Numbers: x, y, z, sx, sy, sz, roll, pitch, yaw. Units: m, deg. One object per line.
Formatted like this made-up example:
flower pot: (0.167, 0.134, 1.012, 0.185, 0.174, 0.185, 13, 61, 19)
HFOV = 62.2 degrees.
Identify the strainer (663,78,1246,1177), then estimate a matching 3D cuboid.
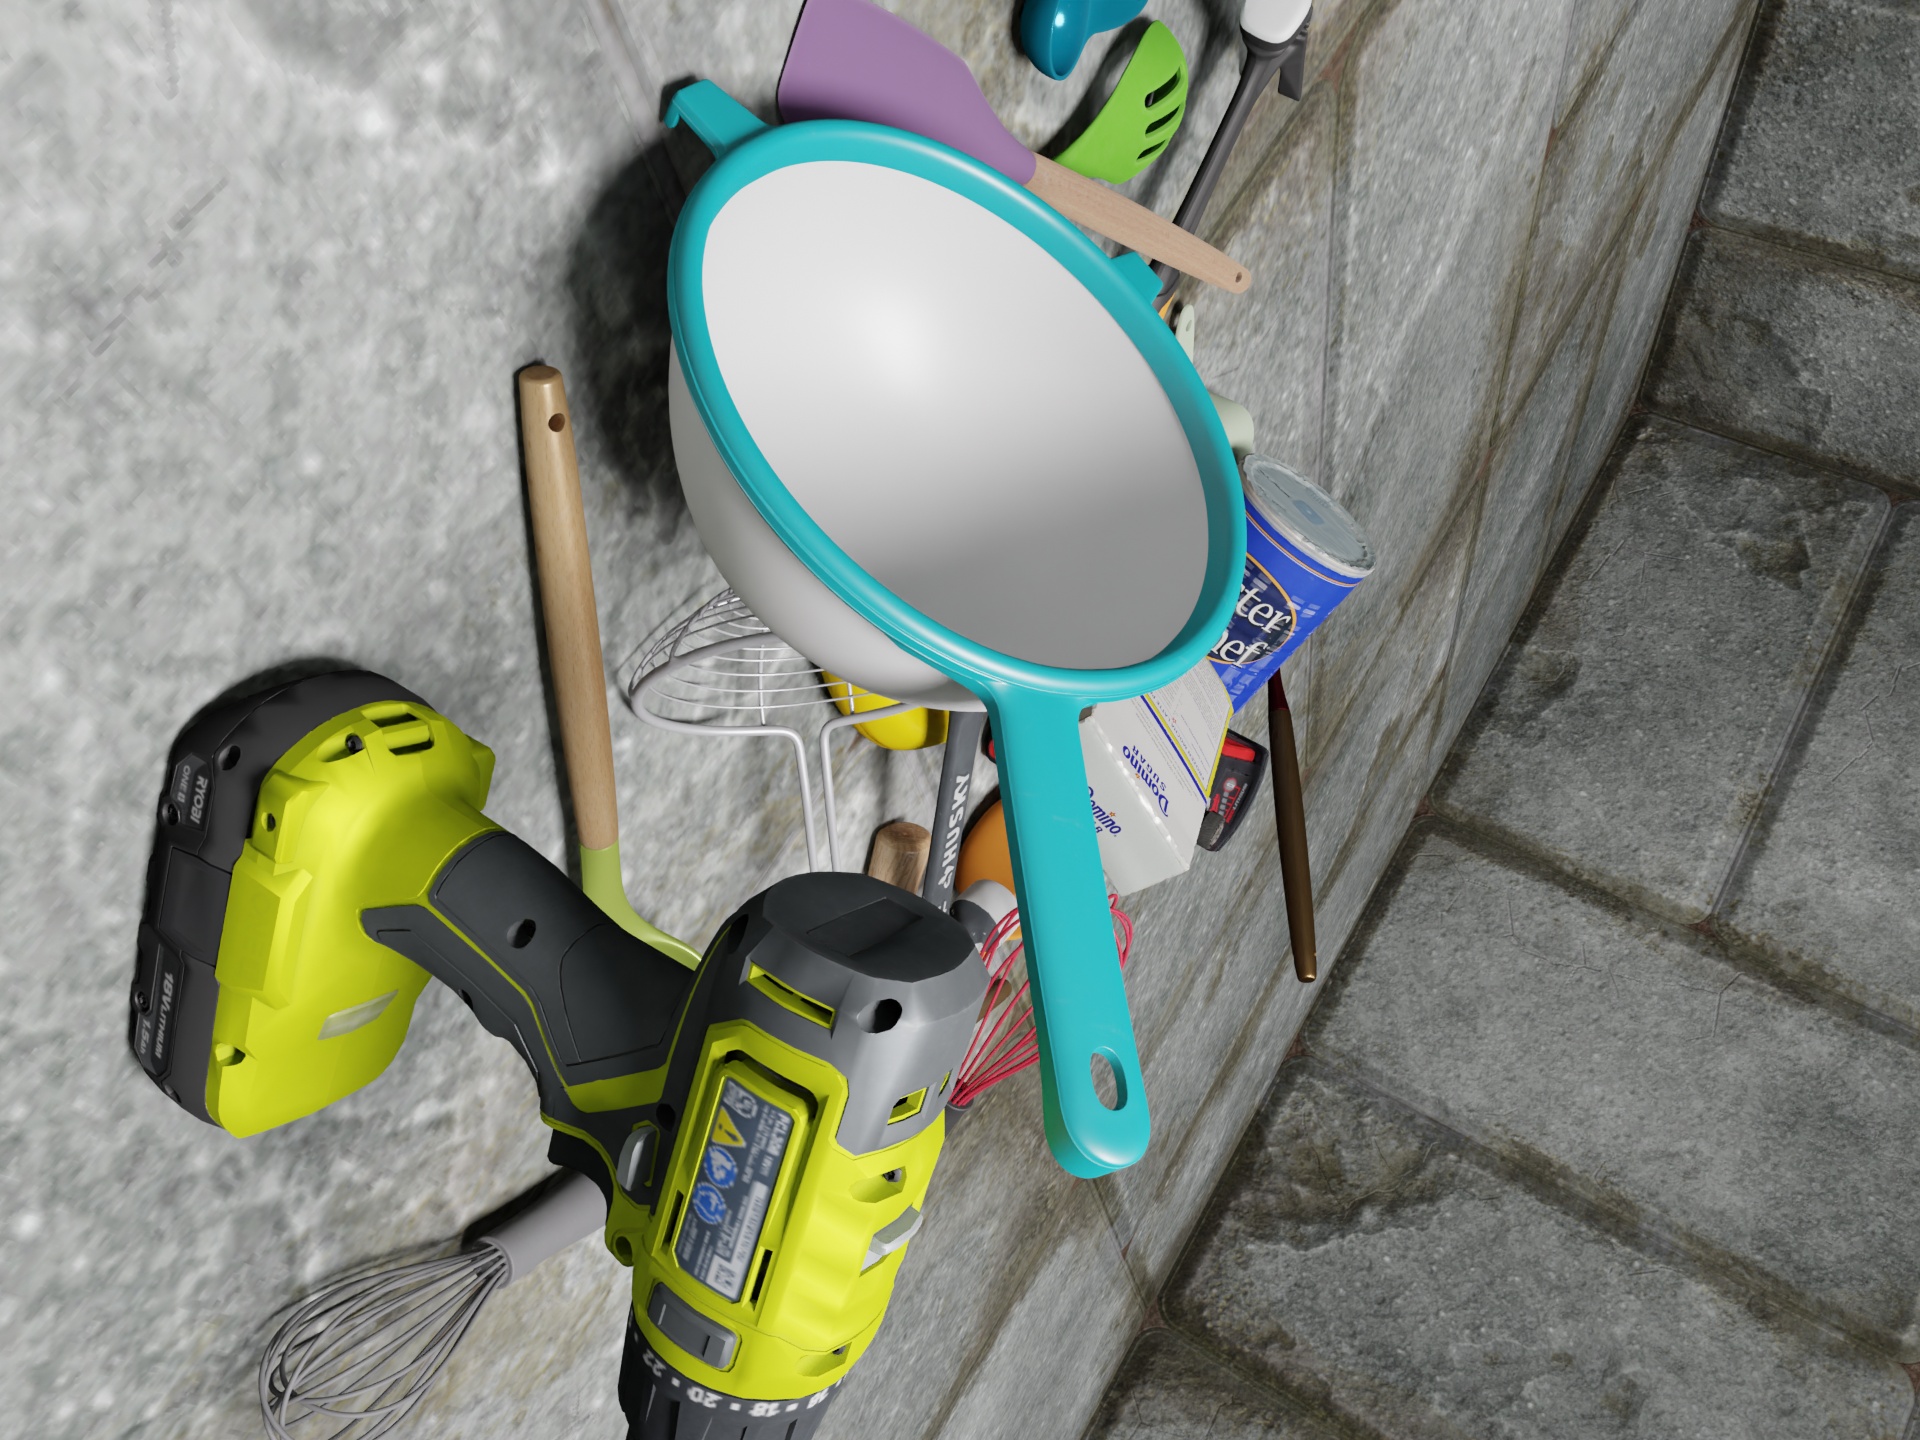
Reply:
strainer: (-0.006, -0.025, 0.492, 0.210, 0.341, 0.095, 10, 149, -34)

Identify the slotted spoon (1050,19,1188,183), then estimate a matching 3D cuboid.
slotted spoon: (0.018, -0.209, 0.669, 0.314, 0.031, 0.070, -48, 156, -32)

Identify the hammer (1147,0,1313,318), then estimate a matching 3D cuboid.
hammer: (0.087, -0.195, 0.803, 0.337, 0.034, 0.127, -64, 173, 7)

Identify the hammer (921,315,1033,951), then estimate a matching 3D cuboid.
hammer: (-0.001, -0.002, 0.730, 0.149, 0.036, 0.408, -39, 149, -41)

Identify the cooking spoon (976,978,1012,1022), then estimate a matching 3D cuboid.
cooking spoon: (-0.013, 0.192, 0.974, 0.069, 0.017, 0.319, -62, 166, 8)

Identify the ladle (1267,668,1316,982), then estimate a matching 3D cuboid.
ladle: (0.206, 0.018, 1.021, 0.069, 0.031, 0.316, 51, 33, -52)

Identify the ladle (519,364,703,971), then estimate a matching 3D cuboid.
ladle: (-0.124, 0.028, 0.567, 0.078, 0.062, 0.319, -31, 139, -36)

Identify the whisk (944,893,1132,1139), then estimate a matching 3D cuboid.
whisk: (0.005, 0.195, 0.880, 0.073, 0.073, 0.295, -29, 155, -55)

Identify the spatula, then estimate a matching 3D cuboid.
spatula: (0.039, -0.215, 0.649, 0.315, 0.018, 0.059, 1, 114, -52)

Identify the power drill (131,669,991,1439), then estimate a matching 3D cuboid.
power drill: (-0.115, 0.102, 0.431, 0.080, 0.229, 0.190, -17, 129, -61)

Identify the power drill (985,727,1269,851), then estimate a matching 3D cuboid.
power drill: (0.114, 0.032, 0.982, 0.078, 0.143, 0.219, -65, 160, 9)

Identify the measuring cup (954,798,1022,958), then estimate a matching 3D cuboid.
measuring cup: (0.008, 0.112, 0.958, 0.173, 0.052, 0.095, -44, 154, -16)

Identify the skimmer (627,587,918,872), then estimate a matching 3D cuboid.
skimmer: (-0.055, 0.090, 0.675, 0.090, 0.127, 0.363, -105, -170, -54)

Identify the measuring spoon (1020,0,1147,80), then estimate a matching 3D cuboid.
measuring spoon: (0.053, -0.301, 0.669, 0.129, 0.021, 0.042, -51, 155, -50)

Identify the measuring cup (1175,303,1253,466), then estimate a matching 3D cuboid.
measuring cup: (0.150, -0.187, 0.961, 0.083, 0.038, 0.167, -56, 158, -20)

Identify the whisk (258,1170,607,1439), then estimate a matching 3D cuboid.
whisk: (-0.187, 0.221, 0.645, 0.239, 0.055, 0.055, -21, 132, -64)

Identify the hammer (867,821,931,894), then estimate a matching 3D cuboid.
hammer: (-0.072, 0.208, 0.900, 0.130, 0.031, 0.331, -24, 134, -58)
